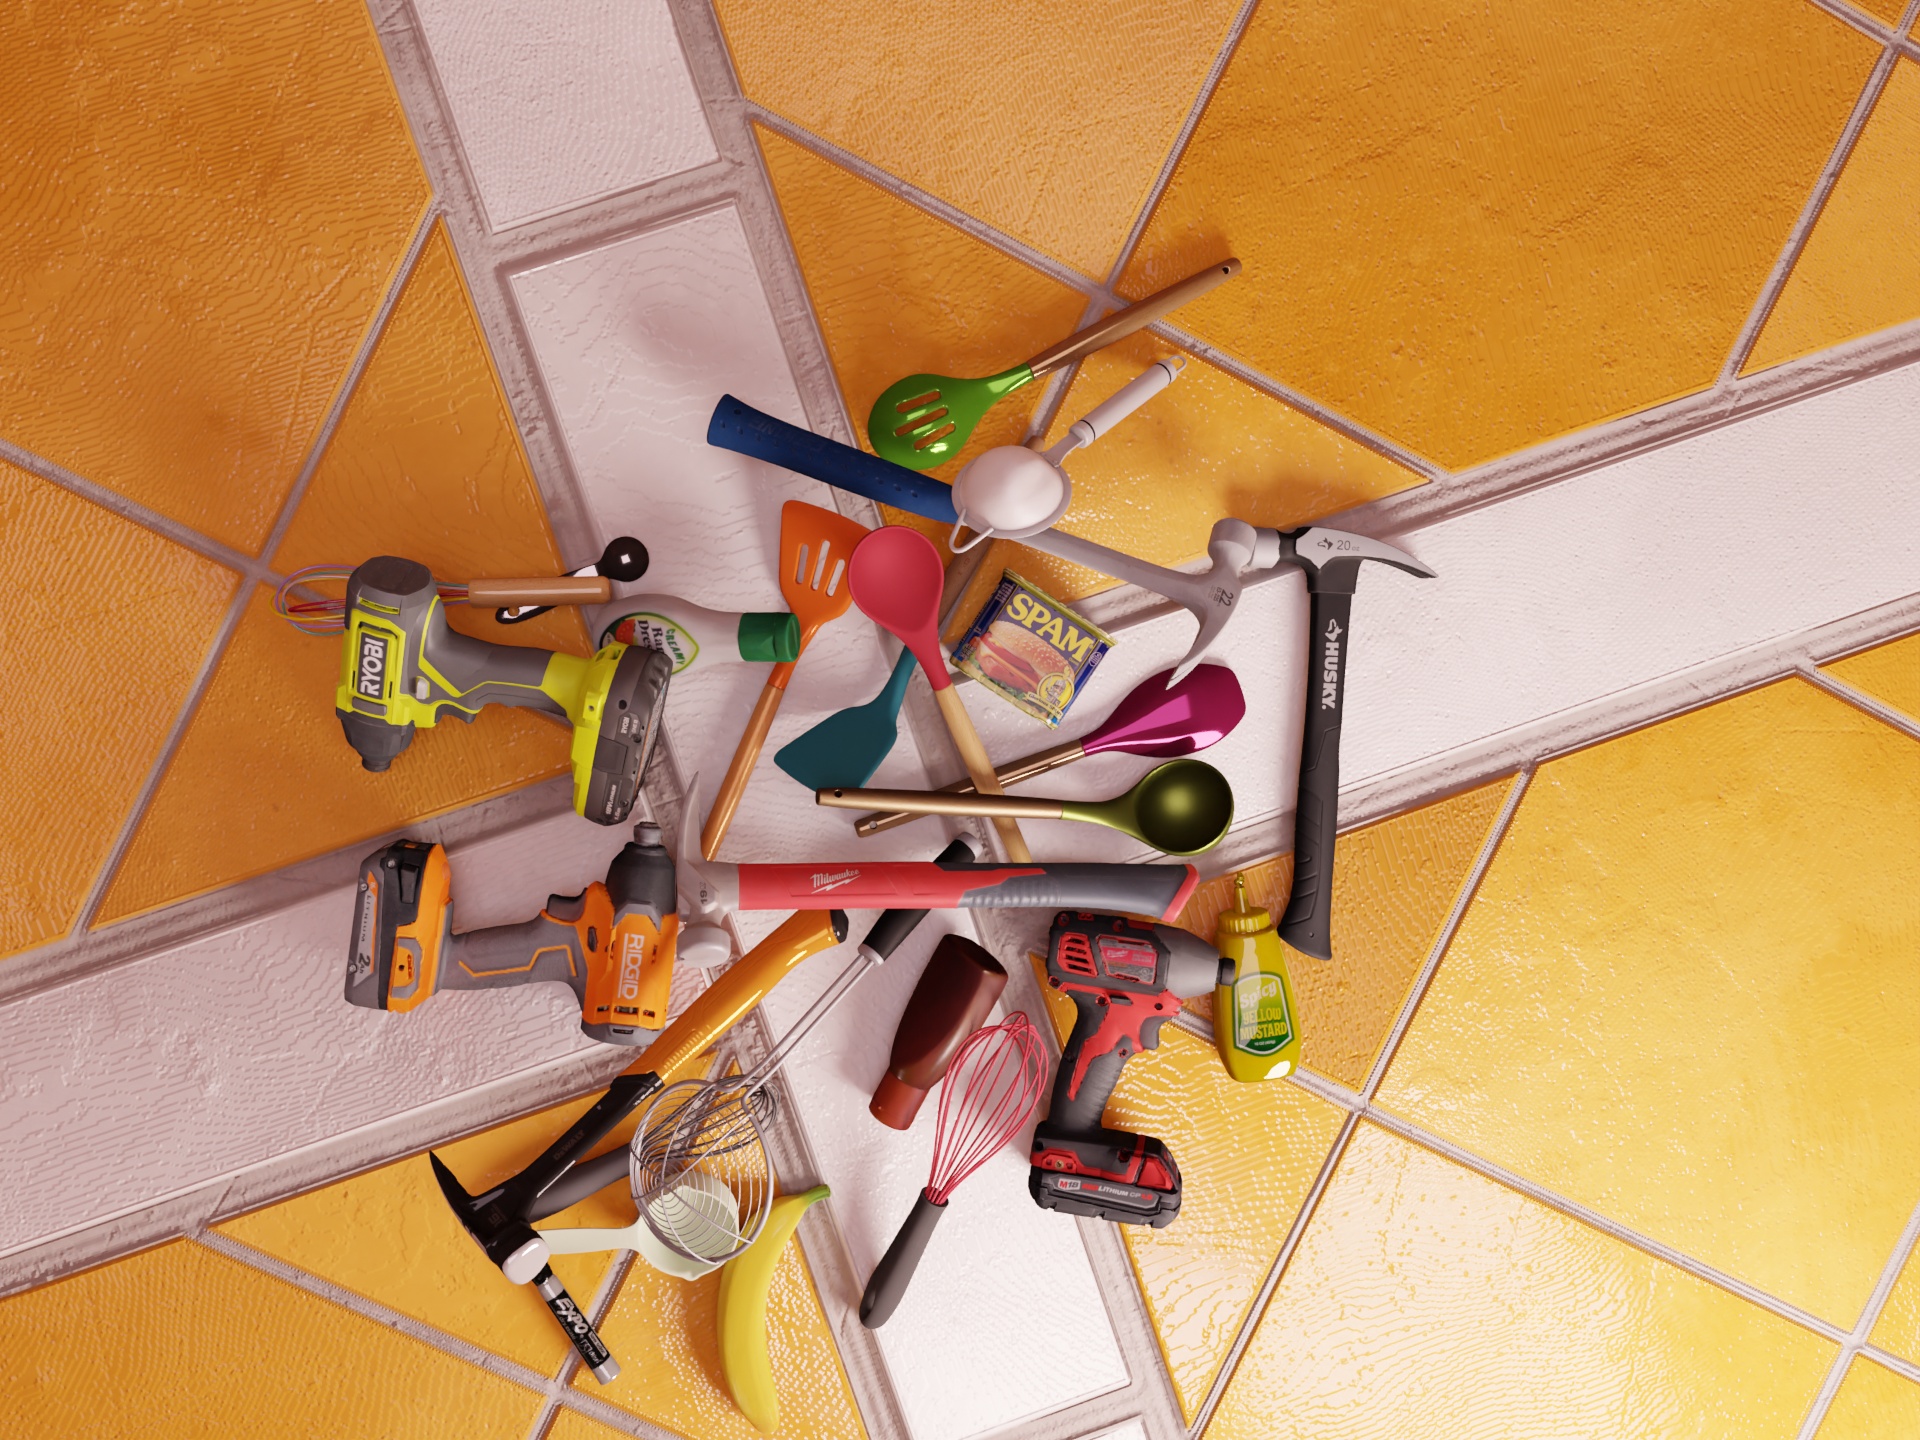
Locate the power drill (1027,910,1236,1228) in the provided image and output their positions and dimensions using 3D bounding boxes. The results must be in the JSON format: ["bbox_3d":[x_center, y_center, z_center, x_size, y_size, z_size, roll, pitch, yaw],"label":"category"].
[{"bbox_3d":[0.127,0.260,1.205,0.143,0.078,0.220,7,90,8],"label":"power drill"}]

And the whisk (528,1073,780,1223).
[{"bbox_3d":[-0.246,0.331,1.205,0.239,0.055,0.055,-25,95,2],"label":"whisk"}]

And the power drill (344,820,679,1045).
[{"bbox_3d":[-0.321,0.146,1.170,0.226,0.084,0.164,8,92,-9],"label":"power drill"}]

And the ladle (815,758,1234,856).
[{"bbox_3d":[0.052,0.059,1.171,0.320,0.062,0.078,4,62,-19],"label":"ladle"}]

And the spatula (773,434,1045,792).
[{"bbox_3d":[-0.025,-0.082,1.196,0.082,0.044,0.317,29,87,35],"label":"spatula"}]

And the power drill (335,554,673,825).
[{"bbox_3d":[-0.332,-0.010,1.145,0.223,0.080,0.171,16,124,-4],"label":"power drill"}]

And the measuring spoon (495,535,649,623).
[{"bbox_3d":[-0.291,-0.102,1.188,0.124,0.018,0.034,-25,95,-2],"label":"measuring spoon"}]

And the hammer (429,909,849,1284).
[{"bbox_3d":[-0.214,0.237,1.126,0.337,0.127,0.034,-41,134,-22],"label":"hammer"}]

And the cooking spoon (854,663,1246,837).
[{"bbox_3d":[0.070,0.030,1.224,0.319,0.017,0.069,-20,94,-4],"label":"cooking spoon"}]

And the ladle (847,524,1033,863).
[{"bbox_3d":[-0.002,-0.004,1.174,0.069,0.031,0.315,-24,112,0],"label":"ladle"}]

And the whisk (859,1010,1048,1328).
[{"bbox_3d":[-0.011,0.342,1.193,0.073,0.073,0.295,24,107,-6],"label":"whisk"}]

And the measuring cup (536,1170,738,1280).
[{"bbox_3d":[-0.251,0.381,1.204,0.167,0.038,0.083,-3,107,-2],"label":"measuring cup"}]

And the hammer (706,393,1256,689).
[{"bbox_3d":[0.010,-0.147,1.160,0.405,0.035,0.144,20,63,0],"label":"hammer"}]

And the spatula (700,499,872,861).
[{"bbox_3d":[-0.151,-0.004,1.193,0.081,0.041,0.322,23,93,9],"label":"spatula"}]

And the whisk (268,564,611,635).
[{"bbox_3d":[-0.380,-0.089,1.164,0.245,0.047,0.051,-2,101,-3],"label":"whisk"}]

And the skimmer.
[{"bbox_3d":[-0.102,0.231,1.176,0.127,0.090,0.363,30,64,29],"label":"skimmer"}]

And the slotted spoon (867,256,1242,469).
[{"bbox_3d":[0.074,-0.278,1.204,0.314,0.031,0.070,-27,98,-4],"label":"slotted spoon"}]

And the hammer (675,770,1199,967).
[{"bbox_3d":[-0.014,0.107,1.173,0.386,0.038,0.143,1,58,-12],"label":"hammer"}]

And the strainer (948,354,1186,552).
[{"bbox_3d":[0.082,-0.207,1.162,0.087,0.050,0.258,36,59,25],"label":"strainer"}]

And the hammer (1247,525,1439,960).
[{"bbox_3d":[0.285,0.019,1.233,0.146,0.035,0.335,3,93,-4],"label":"hammer"}]
